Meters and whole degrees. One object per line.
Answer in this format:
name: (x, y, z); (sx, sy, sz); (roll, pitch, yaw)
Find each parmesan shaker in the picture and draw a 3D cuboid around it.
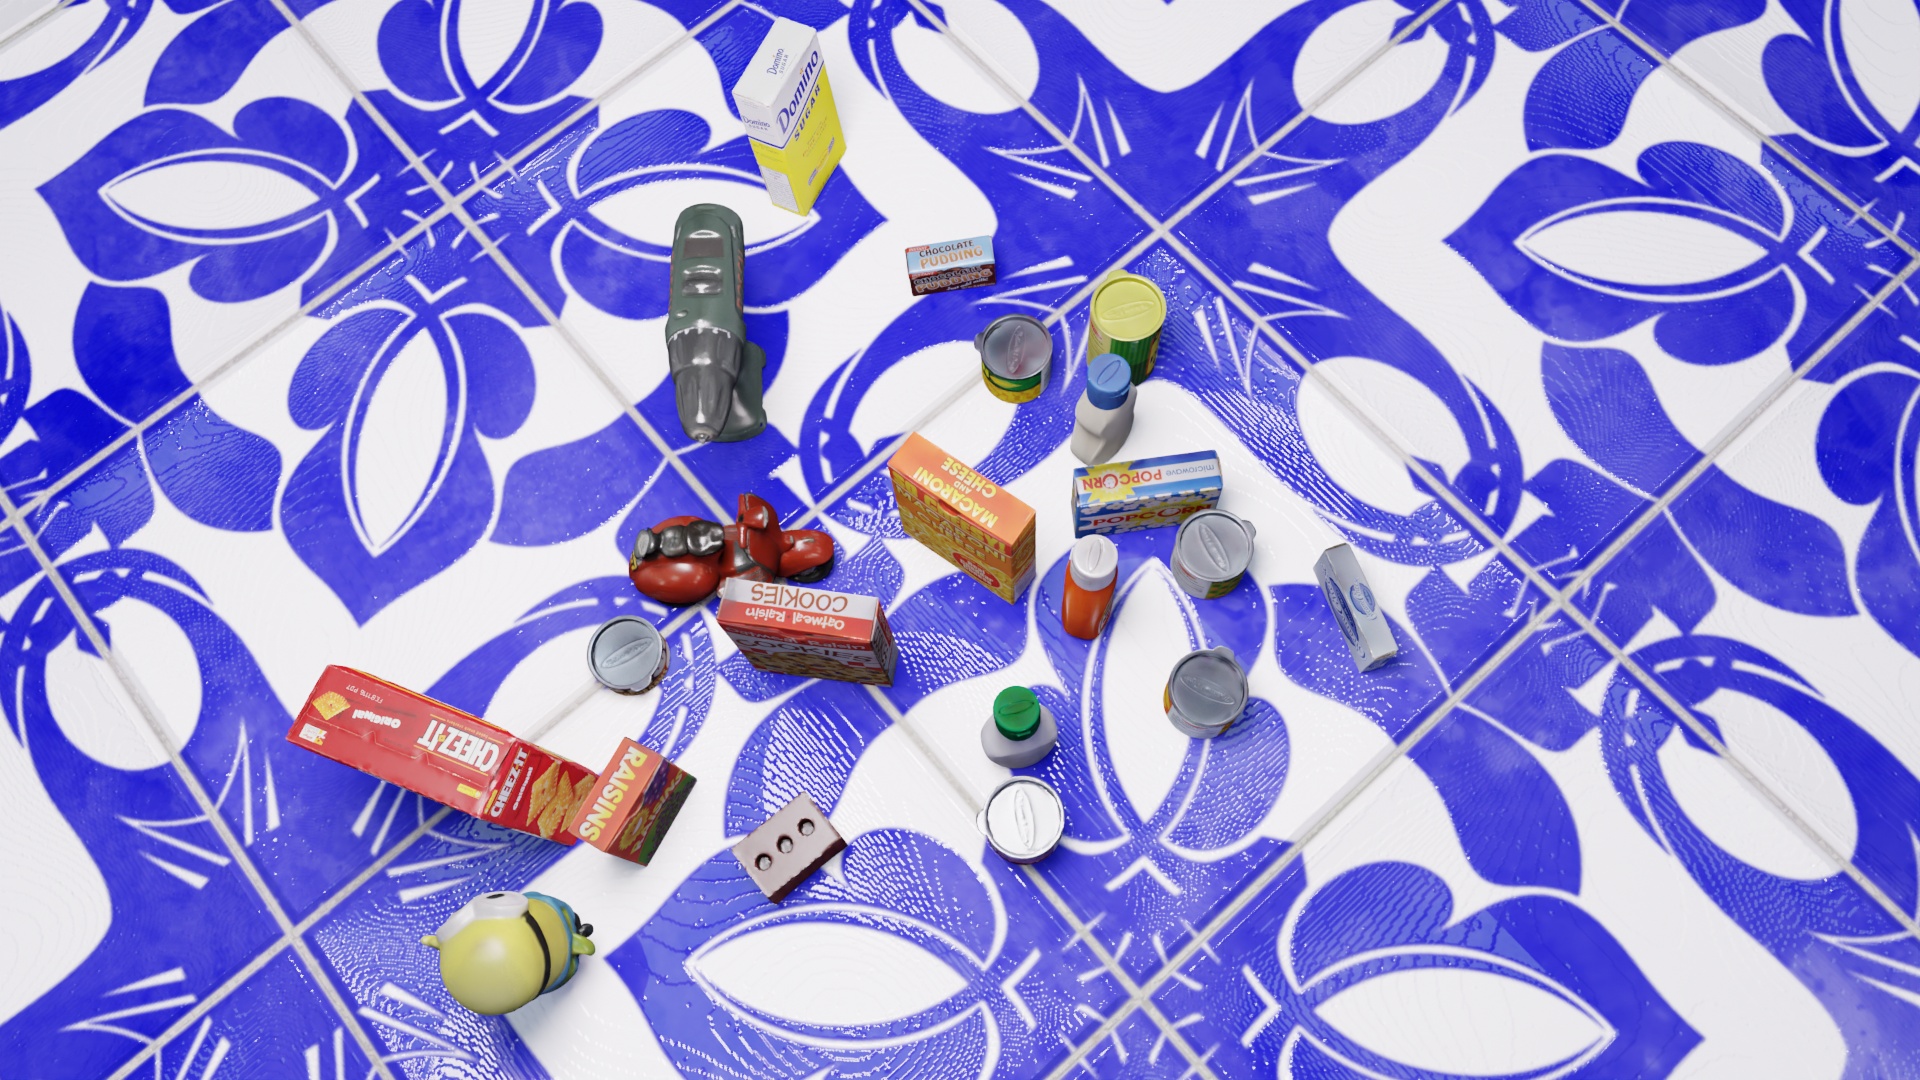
parmesan shaker: (0.148, -0.190, 1.258); (0.071, 0.102, 0.071); (-1, 71, 3)

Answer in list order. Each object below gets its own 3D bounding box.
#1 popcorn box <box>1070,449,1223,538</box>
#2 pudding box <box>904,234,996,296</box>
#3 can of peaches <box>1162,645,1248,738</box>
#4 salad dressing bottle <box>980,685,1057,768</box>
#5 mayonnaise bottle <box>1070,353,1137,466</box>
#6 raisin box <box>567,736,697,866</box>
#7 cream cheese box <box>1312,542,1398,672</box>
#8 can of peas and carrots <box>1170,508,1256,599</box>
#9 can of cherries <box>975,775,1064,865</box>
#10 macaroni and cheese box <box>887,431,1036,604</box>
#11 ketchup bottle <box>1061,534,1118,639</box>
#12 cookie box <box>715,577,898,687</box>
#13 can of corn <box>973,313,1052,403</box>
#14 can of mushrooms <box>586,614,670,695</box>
popcorn box: (0.161, -0.039, 1.215); (0.127, 0.085, 0.038); (-8, 71, 0)
pudding box: (-0.009, -0.261, 1.319); (0.084, 0.049, 0.030); (-8, 71, 0)
can of peaches: (0.207, 0.128, 1.169); (0.071, 0.058, 0.071); (-1, 71, 3)
salad dressing bottle: (0.047, 0.150, 1.122); (0.064, 0.147, 0.044); (-16, 71, -2)
mayonnaise bottle: (0.126, -0.116, 1.210); (0.041, 0.147, 0.065); (40, 78, 14)
raisin box: (-0.263, 0.214, 1.127); (0.040, 0.123, 0.086); (27, 75, 11)
cream cheese box: (0.337, 0.058, 1.189); (0.024, 0.053, 0.104); (-19, 71, -3)
can of peas and carrots: (0.220, 0.011, 1.208); (0.071, 0.058, 0.071); (-1, 71, 3)
can of cherries: (0.049, 0.230, 1.141); (0.071, 0.058, 0.071); (-1, 71, 3)
macaroni and cheese box: (0.004, -0.015, 1.171); (0.124, 0.166, 0.040); (34, 76, 13)
ketchup bottle: (0.108, 0.035, 1.158); (0.043, 0.148, 0.065); (14, 73, 7)
cookie box: (-0.121, 0.080, 1.144); (0.123, 0.167, 0.040); (7, 72, 5)
can of corn: (0.049, -0.167, 1.279); (0.071, 0.058, 0.071); (-1, 71, 3)
can of mushrooms: (-0.289, 0.103, 1.215); (0.071, 0.033, 0.071); (-1, 71, 3)
